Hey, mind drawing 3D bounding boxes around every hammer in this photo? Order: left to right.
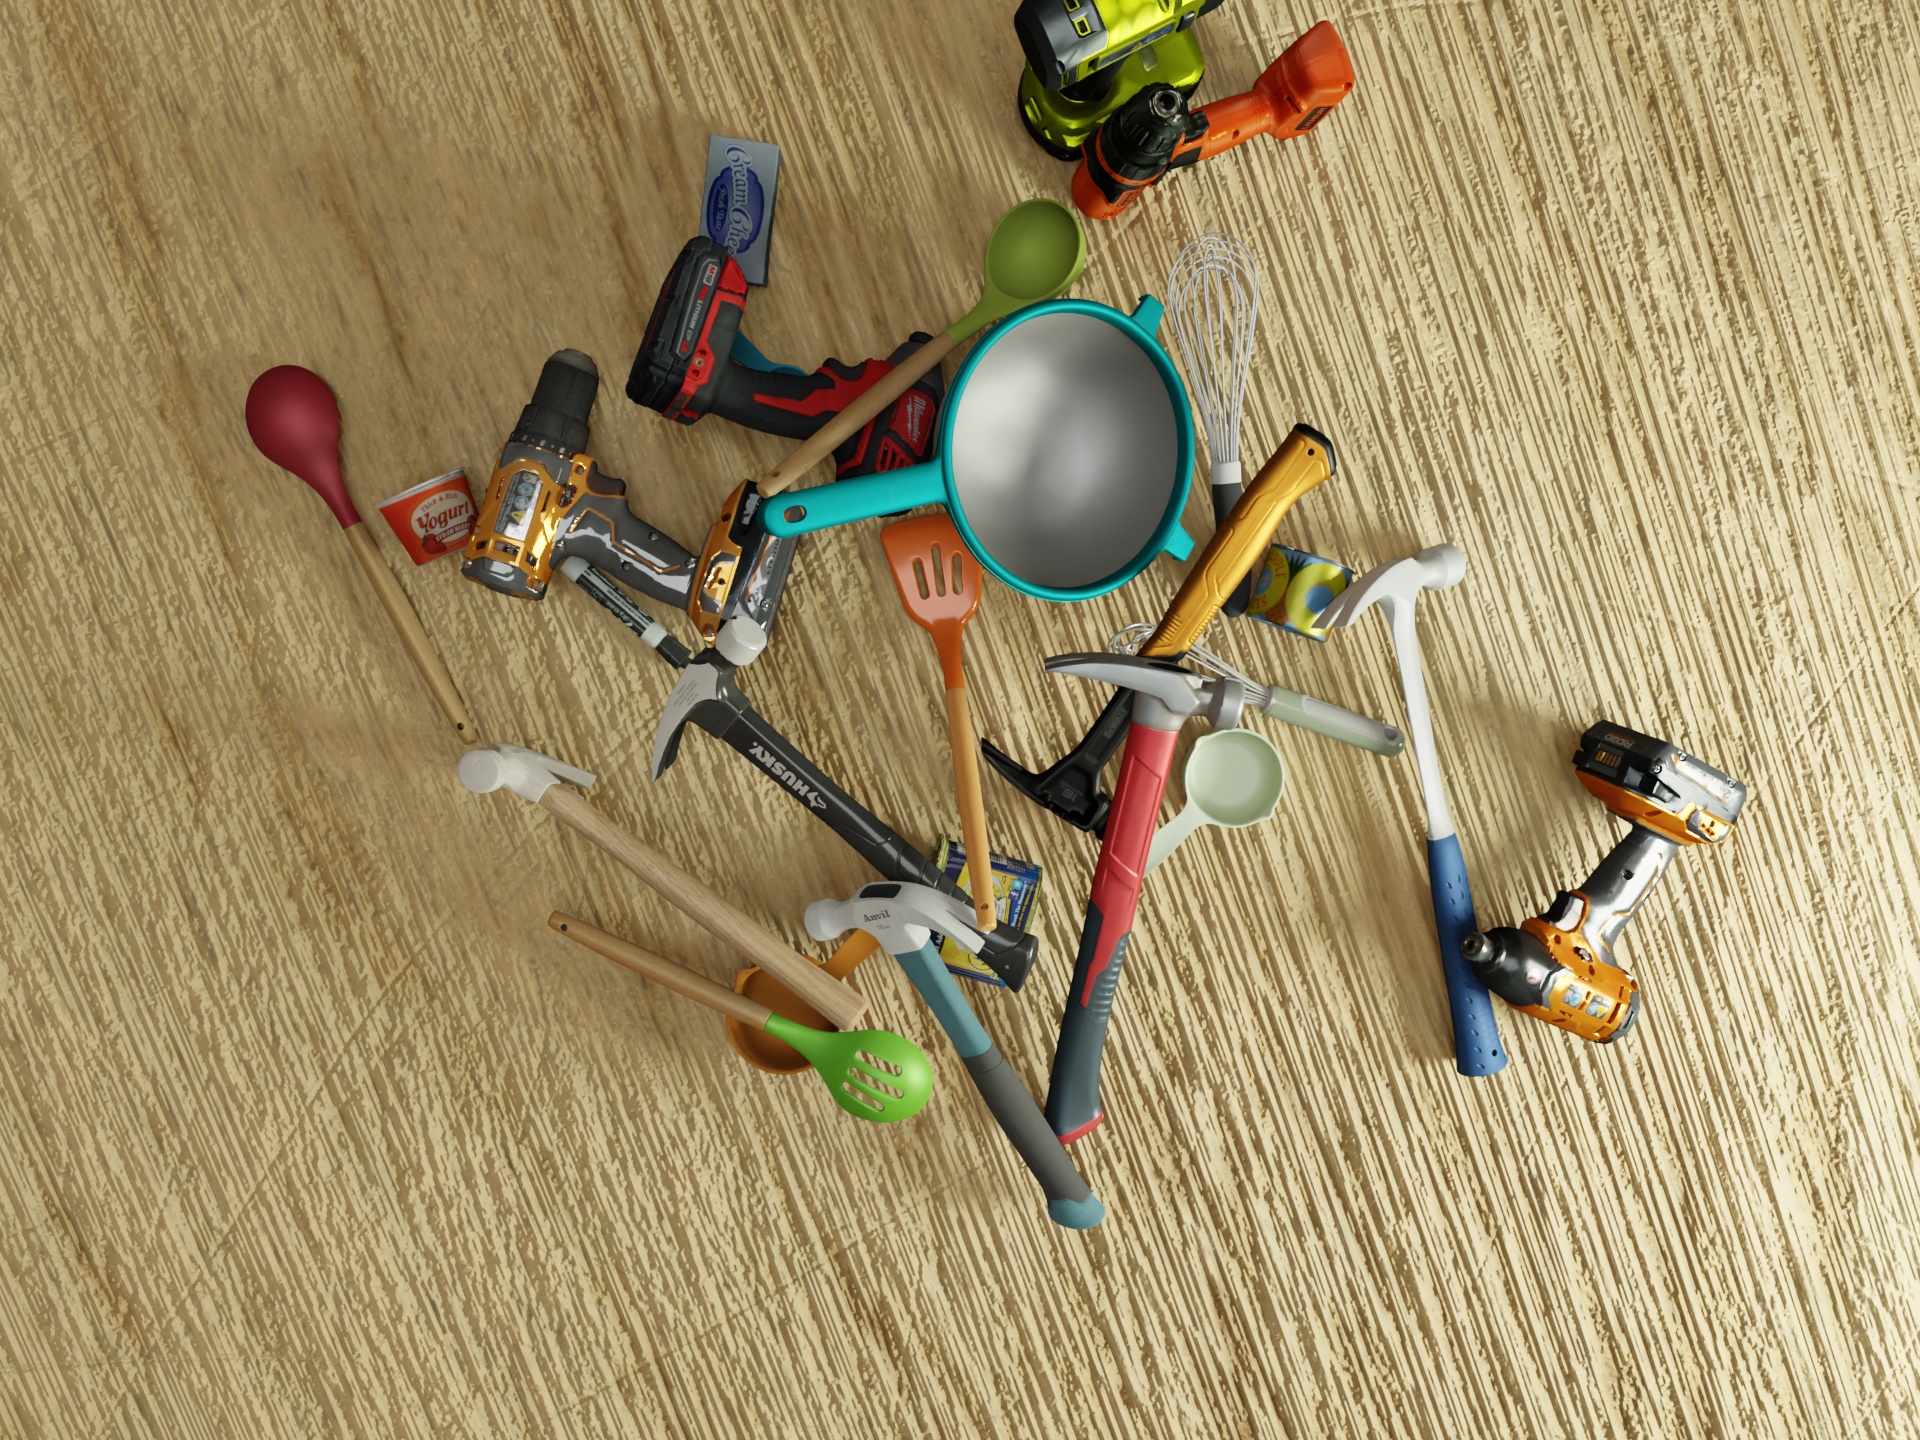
[{"bbox_3d":[-0.207,0.119,1.156,0.331,0.130,0.031,36,94,2],"label":"hammer"},{"bbox_3d":[-0.077,0.081,1.150,0.334,0.035,0.146,41,121,-4],"label":"hammer"},{"bbox_3d":[0.017,0.253,1.177,0.128,0.033,0.330,-17,114,32],"label":"hammer"},{"bbox_3d":[0.097,0.139,1.182,0.143,0.038,0.386,11,108,-1],"label":"hammer"},{"bbox_3d":[0.152,-0.071,1.151,0.127,0.034,0.337,32,106,-8],"label":"hammer"},{"bbox_3d":[0.358,0.078,1.208,0.144,0.035,0.405,-19,101,-32],"label":"hammer"}]

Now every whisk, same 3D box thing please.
[{"bbox_3d":[0.197,-0.218,1.189,0.070,0.070,0.284,-6,100,-1],"label":"whisk"},{"bbox_3d":[0.227,-0.020,1.211,0.246,0.059,0.058,19,53,-7],"label":"whisk"}]

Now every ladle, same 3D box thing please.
[{"bbox_3d":[-0.444,-0.122,1.194,0.069,0.031,0.315,-27,97,1],"label":"ladle"},{"bbox_3d":[-0.028,-0.263,1.121,0.078,0.062,0.320,35,65,25],"label":"ladle"}]

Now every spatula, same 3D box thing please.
[{"bbox_3d":[-0.002,-0.004,1.162,0.081,0.041,0.323,-8,65,-1],"label":"spatula"}]

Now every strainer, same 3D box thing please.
[{"bbox_3d":[0.004,-0.178,1.127,0.340,0.095,0.211,-16,106,-24],"label":"strainer"}]

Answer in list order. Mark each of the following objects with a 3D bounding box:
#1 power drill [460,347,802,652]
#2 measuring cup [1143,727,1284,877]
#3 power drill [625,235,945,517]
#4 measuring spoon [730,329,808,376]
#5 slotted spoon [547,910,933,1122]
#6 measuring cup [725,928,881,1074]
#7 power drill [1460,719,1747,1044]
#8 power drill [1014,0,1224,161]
[{"bbox_3d":[-0.231,-0.158,1.164,0.226,0.084,0.185,16,84,-3],"label":"power drill"},{"bbox_3d":[0.174,0.073,1.222,0.167,0.038,0.083,-43,95,4],"label":"measuring cup"},{"bbox_3d":[-0.115,-0.249,1.144,0.219,0.078,0.143,22,73,-20],"label":"power drill"},{"bbox_3d":[-0.163,-0.272,1.195,0.128,0.021,0.042,42,70,4],"label":"measuring spoon"},{"bbox_3d":[-0.167,0.214,1.178,0.314,0.031,0.070,25,97,6],"label":"slotted spoon"},{"bbox_3d":[-0.101,0.192,1.215,0.173,0.052,0.095,-43,91,2],"label":"measuring cup"},{"bbox_3d":[0.474,0.120,1.192,0.164,0.084,0.226,23,95,-26],"label":"power drill"},{"bbox_3d":[0.118,-0.466,1.079,0.171,0.223,0.080,-27,96,1],"label":"power drill"}]
